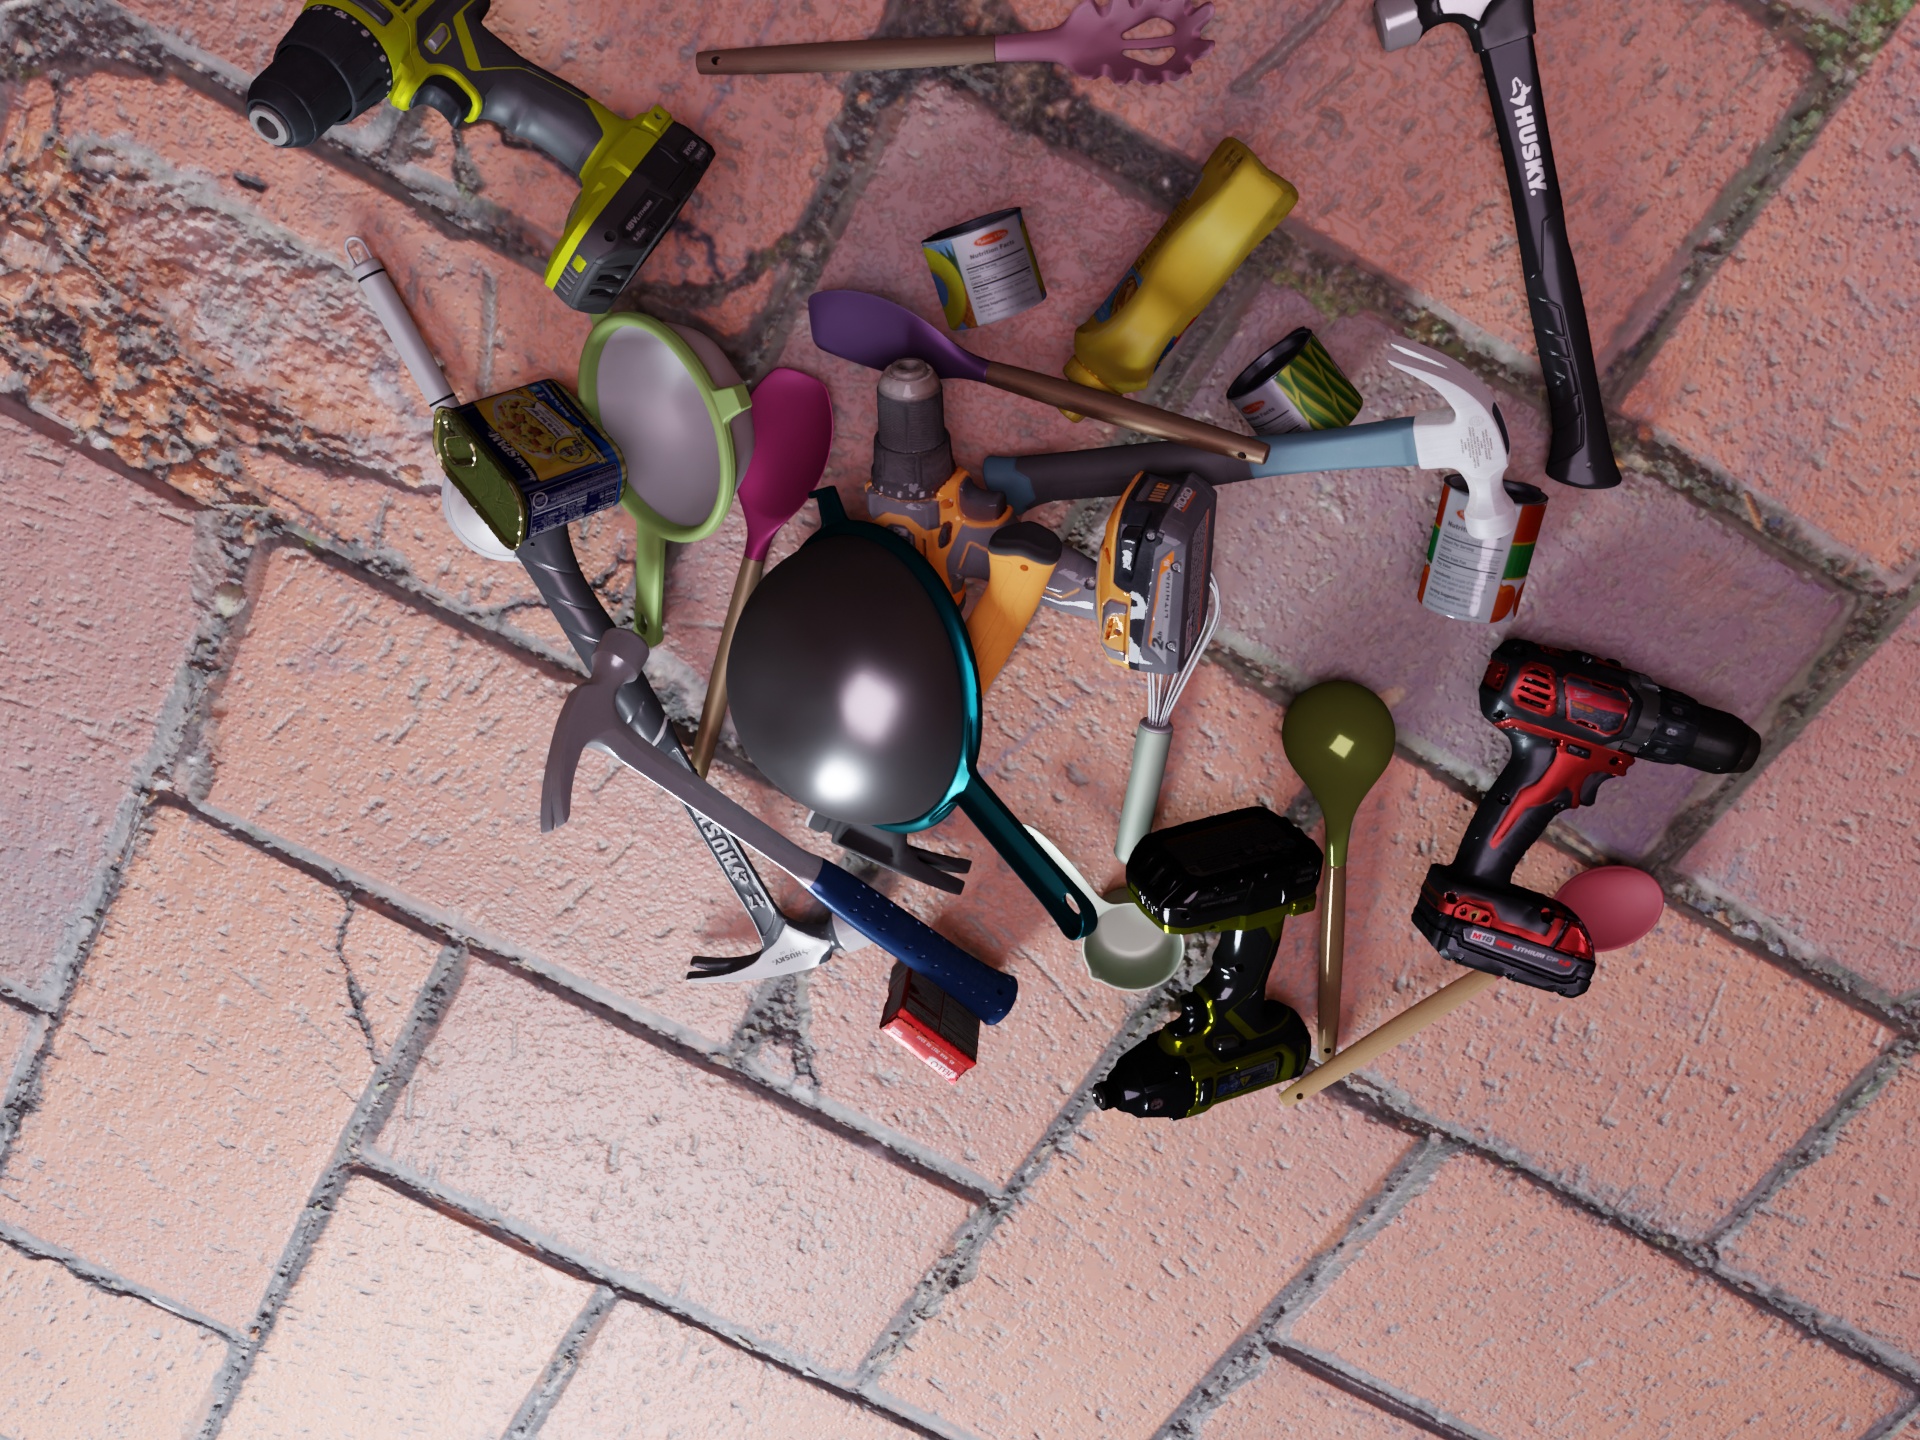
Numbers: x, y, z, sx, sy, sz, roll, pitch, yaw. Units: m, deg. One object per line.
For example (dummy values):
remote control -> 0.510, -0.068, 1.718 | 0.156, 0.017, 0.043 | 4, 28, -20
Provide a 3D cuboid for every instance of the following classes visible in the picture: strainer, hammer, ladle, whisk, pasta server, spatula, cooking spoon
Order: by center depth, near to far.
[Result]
pasta server -> -0.006, -0.408, 0.963 | 0.316, 0.040, 0.060 | 0, 101, 6
hammer -> 0.366, -0.300, 0.983 | 0.146, 0.035, 0.334 | -16, 111, 11
spatula -> 0.041, -0.211, 0.989 | 0.316, 0.018, 0.059 | 21, 144, 17
strainer -> -0.051, 0.022, 0.994 | 0.341, 0.095, 0.210 | 48, 134, 30
hammer -> 0.171, -0.163, 1.001 | 0.331, 0.033, 0.128 | -2, 126, 25
hammer -> -0.002, -0.003, 1.063 | 0.127, 0.034, 0.336 | 25, 136, -3
strainer -> -0.186, -0.158, 1.067 | 0.152, 0.069, 0.256 | 37, 137, 25
strainer -> -0.346, -0.204, 1.073 | 0.087, 0.050, 0.258 | -23, 106, 12
hammer -> -0.114, 0.106, 1.114 | 0.405, 0.144, 0.035 | 38, 145, -26
cooking spoon -> -0.151, -0.092, 1.116 | 0.069, 0.017, 0.318 | 23, 113, 10
whisk -> 0.139, -0.004, 1.123 | 0.059, 0.058, 0.246 | 26, 121, 31
hammer -> -0.213, 0.027, 1.141 | 0.149, 0.036, 0.408 | -22, 115, 11
ladle -> 0.274, 0.118, 1.169 | 0.078, 0.062, 0.320 | -1, 120, 7
ladle -> 0.371, 0.201, 1.176 | 0.315, 0.031, 0.069 | -34, 102, 8

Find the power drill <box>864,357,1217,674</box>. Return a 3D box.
power drill -> 0.044, -0.130, 1.013 | 0.226, 0.084, 0.185 | 14, 131, 19

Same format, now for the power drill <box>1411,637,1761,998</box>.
power drill -> 0.427, 0.070, 1.096 | 0.188, 0.080, 0.226 | 17, 99, -1

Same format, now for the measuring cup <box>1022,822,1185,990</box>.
measuring cup -> 0.099, 0.129, 1.183 | 0.083, 0.038, 0.167 | -40, 103, 18

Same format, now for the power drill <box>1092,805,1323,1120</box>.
power drill -> 0.177, 0.185, 1.142 | 0.171, 0.080, 0.223 | -12, 121, -22

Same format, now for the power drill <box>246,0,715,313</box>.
power drill -> -0.279, -0.349, 0.934 | 0.228, 0.191, 0.080 | 35, 145, -16
